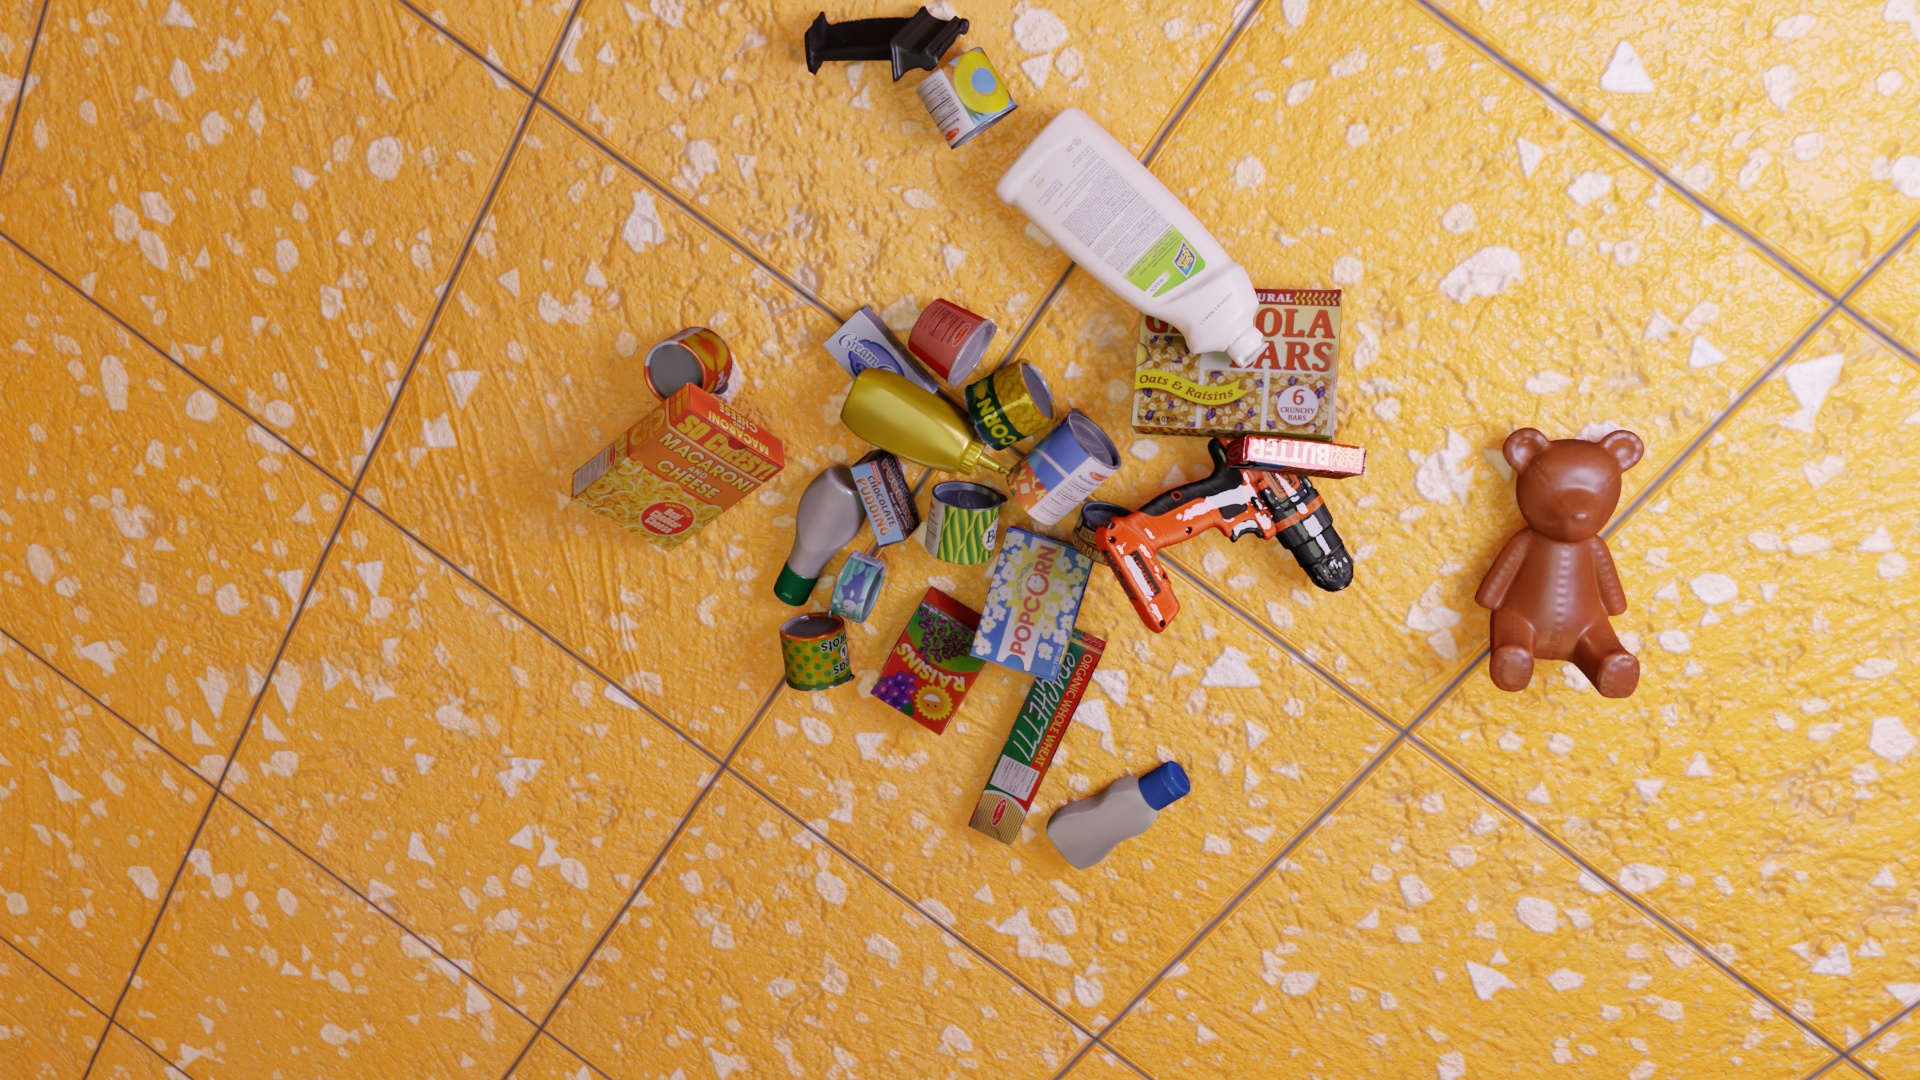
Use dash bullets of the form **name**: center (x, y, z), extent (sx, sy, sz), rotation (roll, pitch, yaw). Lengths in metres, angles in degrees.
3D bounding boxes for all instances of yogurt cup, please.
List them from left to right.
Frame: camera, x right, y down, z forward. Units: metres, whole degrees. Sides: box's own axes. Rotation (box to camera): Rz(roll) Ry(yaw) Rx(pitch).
- **yogurt cup**: center (-0.010, -0.179, 1.236), extent (0.054, 0.073, 0.072), rotation (34, 116, 10)

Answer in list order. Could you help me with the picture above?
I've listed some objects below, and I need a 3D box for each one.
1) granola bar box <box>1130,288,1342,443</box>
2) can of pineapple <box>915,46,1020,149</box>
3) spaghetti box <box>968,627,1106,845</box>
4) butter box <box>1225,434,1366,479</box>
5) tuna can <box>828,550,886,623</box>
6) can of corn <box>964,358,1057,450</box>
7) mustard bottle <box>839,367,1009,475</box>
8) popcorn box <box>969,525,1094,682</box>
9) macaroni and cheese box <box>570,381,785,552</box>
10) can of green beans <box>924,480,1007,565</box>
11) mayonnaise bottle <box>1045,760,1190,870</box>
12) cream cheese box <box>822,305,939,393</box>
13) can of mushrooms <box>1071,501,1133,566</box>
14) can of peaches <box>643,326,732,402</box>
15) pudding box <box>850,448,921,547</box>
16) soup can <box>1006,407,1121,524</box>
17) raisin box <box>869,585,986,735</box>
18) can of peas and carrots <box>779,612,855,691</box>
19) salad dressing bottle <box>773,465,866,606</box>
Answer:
- **granola bar box**: center (0.230, -0.148, 1.161), extent (0.165, 0.039, 0.124), rotation (4, 83, 15)
- **can of pineapple**: center (0.006, -0.369, 1.157), extent (0.071, 0.071, 0.058), rotation (-28, 101, 24)
- **spaghetti box**: center (0.075, 0.193, 1.372), extent (0.050, 0.029, 0.248), rotation (25, 115, 6)
- **butter box**: center (0.277, -0.069, 1.149), extent (0.103, 0.053, 0.024), rotation (6, 87, -5)
- **tuna can**: center (-0.100, 0.048, 1.345), extent (0.033, 0.071, 0.070), rotation (21, 115, 7)
- **can of corn**: center (0.045, -0.120, 1.237), extent (0.058, 0.071, 0.071), rotation (-26, 102, 23)
- **mustard bottle**: center (-0.027, -0.097, 1.253), extent (0.160, 0.049, 0.065), rotation (28, 118, 1)
- **popcorn box**: center (0.068, 0.058, 1.295), extent (0.085, 0.038, 0.126), rotation (17, 93, 9)
- **macaroni and cheese box**: center (-0.270, -0.066, 1.333), extent (0.166, 0.040, 0.123), rotation (-33, 136, 25)
- **can of green beans**: center (0.002, -0.017, 1.292), extent (0.071, 0.071, 0.057), rotation (14, 114, 11)
- **mayonnaise bottle**: center (0.158, 0.267, 1.370), extent (0.147, 0.041, 0.064), rotation (-36, 99, 24)
- **cream cheese box**: center (-0.073, -0.161, 1.282), extent (0.053, 0.024, 0.104), rotation (-40, 96, 24)
- **can of mushrooms**: center (0.134, -0.005, 1.255), extent (0.071, 0.071, 0.033), rotation (23, 117, 7)
- **can of peaches**: center (-0.257, -0.162, 1.317), extent (0.071, 0.058, 0.071), rotation (6, 111, 14)
- **pudding box**: center (-0.070, -0.042, 1.313), extent (0.030, 0.050, 0.083), rotation (-13, 106, 22)
- **soup can**: center (0.091, -0.066, 1.249), extent (0.071, 0.071, 0.083), rotation (46, 116, -4)
- **raisin box**: center (-0.024, 0.119, 1.367), extent (0.086, 0.040, 0.123), rotation (30, 114, 2)
- **can of peas and carrots**: center (-0.142, 0.111, 1.383), extent (0.071, 0.071, 0.058), rotation (0, 110, 16)
- **salad dressing bottle**: center (-0.139, -0.002, 1.353), extent (0.064, 0.044, 0.147), rotation (31, 117, 2)
